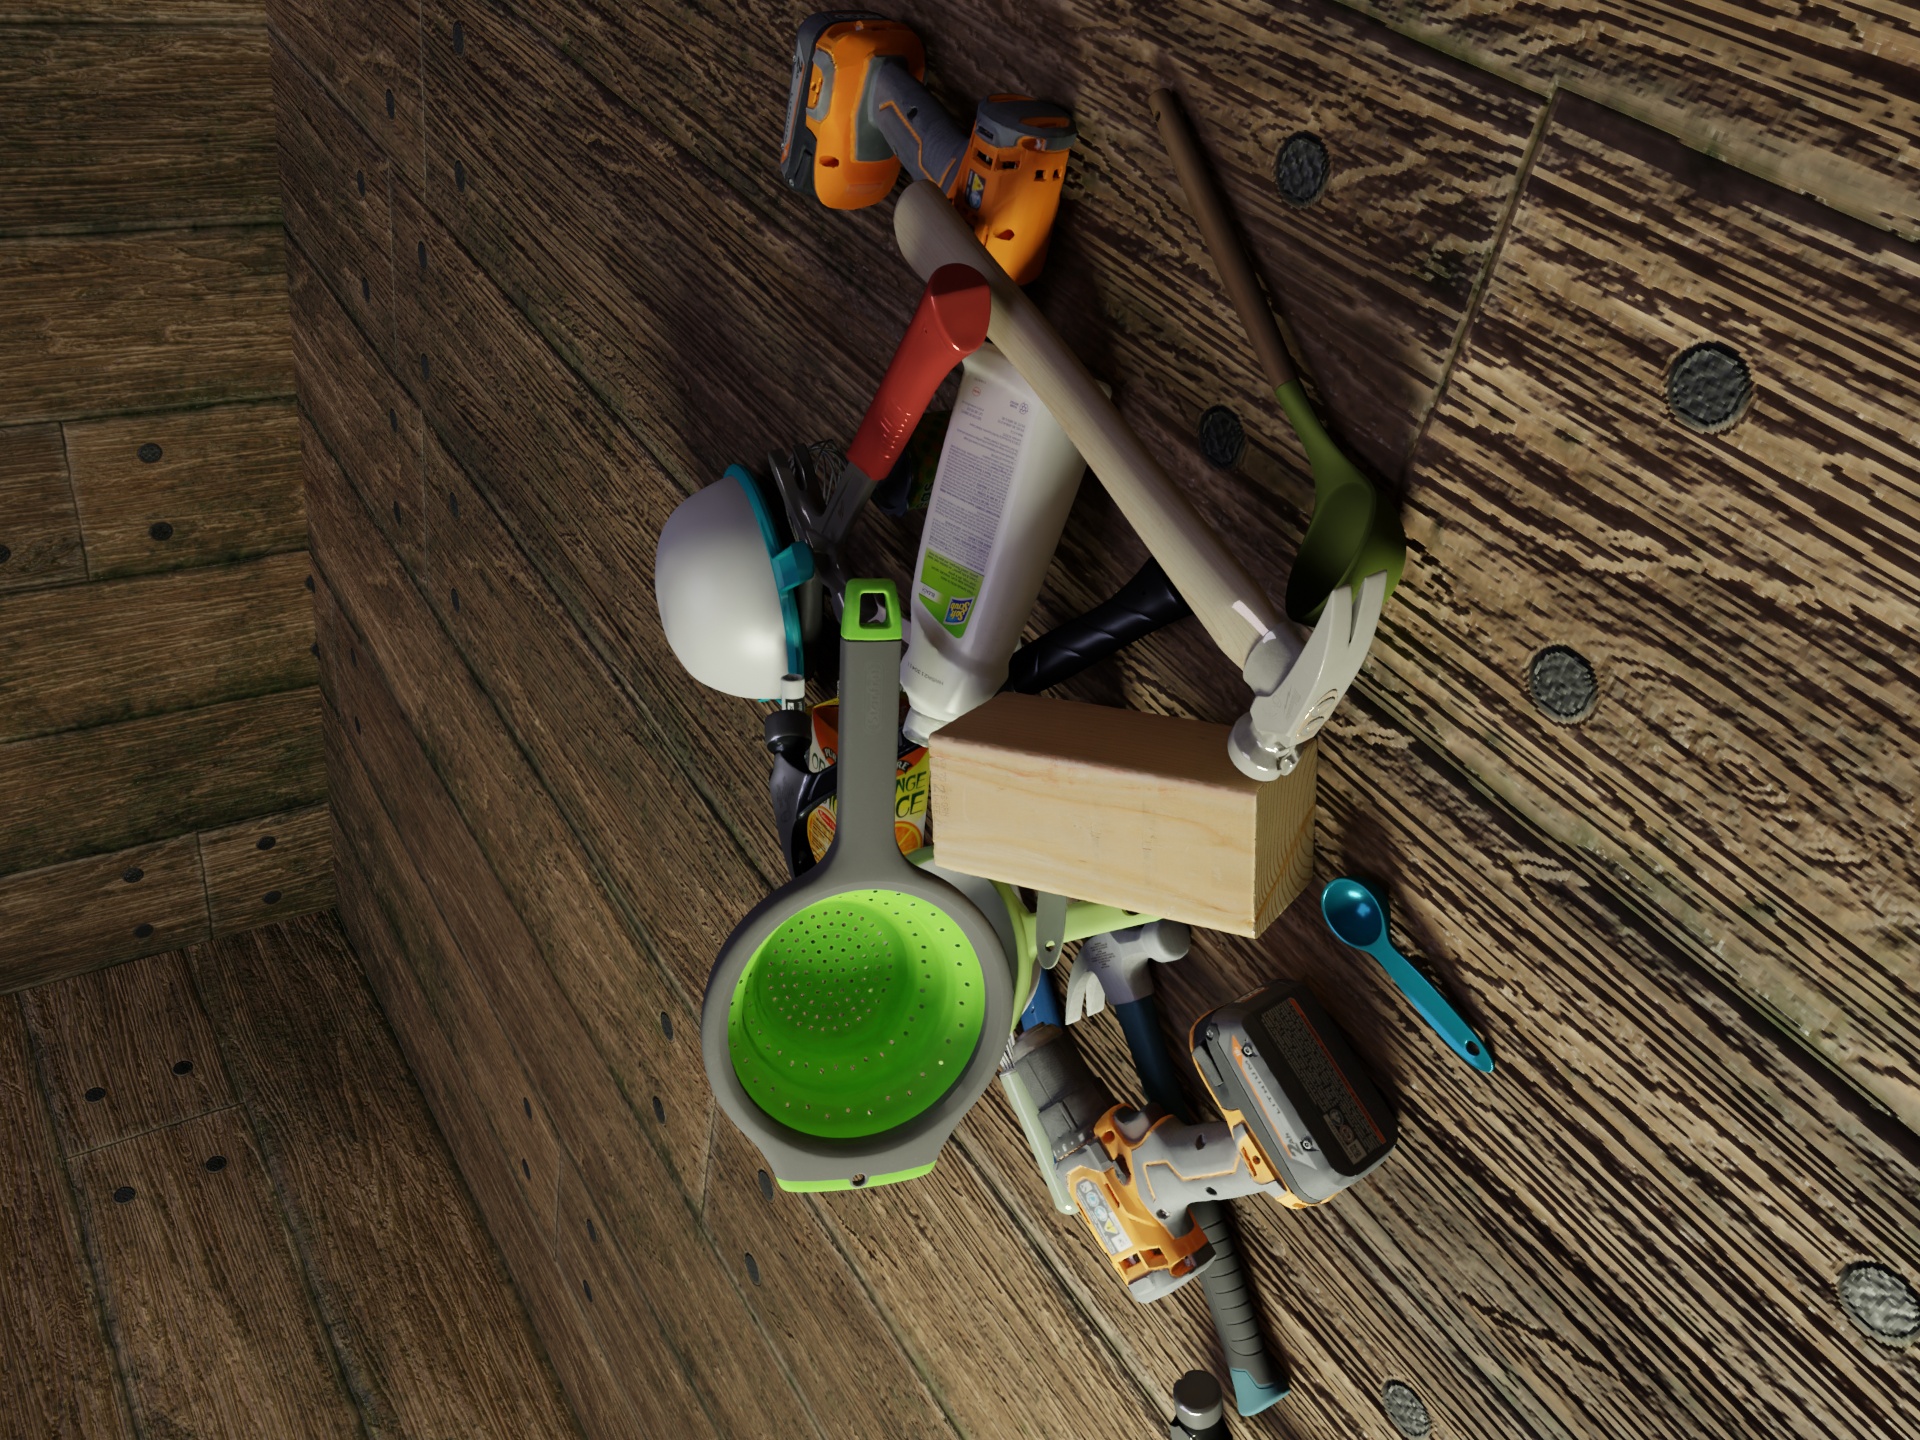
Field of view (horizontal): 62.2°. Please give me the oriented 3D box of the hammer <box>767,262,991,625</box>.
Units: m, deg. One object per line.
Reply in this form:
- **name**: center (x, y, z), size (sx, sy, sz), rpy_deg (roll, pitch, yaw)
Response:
- **hammer**: center (-0.055, -0.190, 1.031), size (0.149, 0.036, 0.359), rpy_deg (67, 158, 11)

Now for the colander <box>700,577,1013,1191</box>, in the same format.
- **colander**: center (-0.072, 0.101, 1.030), size (0.095, 0.204, 0.397), rpy_deg (-146, 57, -68)

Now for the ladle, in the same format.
- **ladle**: center (0.152, -0.197, 0.836), size (0.078, 0.062, 0.320), rpy_deg (-45, 61, 61)

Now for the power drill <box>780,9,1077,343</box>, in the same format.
- **power drill**: center (-0.025, -0.346, 1.028), size (0.227, 0.084, 0.164), rpy_deg (45, 137, 33)

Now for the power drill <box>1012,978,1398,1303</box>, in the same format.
- **power drill**: center (0.133, 0.238, 0.974), size (0.185, 0.084, 0.226), rpy_deg (58, 135, 15)

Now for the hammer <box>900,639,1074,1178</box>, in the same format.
- **hammer**: center (0.036, 0.136, 1.163), size (0.144, 0.035, 0.405), rpy_deg (-12, 93, 55)

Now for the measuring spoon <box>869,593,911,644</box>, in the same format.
- **measuring spoon**: center (-0.041, -0.075, 1.226), size (0.124, 0.018, 0.034), rpy_deg (36, 136, 37)

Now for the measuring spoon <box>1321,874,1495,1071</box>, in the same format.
- **measuring spoon**: center (0.247, 0.135, 0.862), size (0.129, 0.021, 0.042), rpy_deg (51, 142, 19)

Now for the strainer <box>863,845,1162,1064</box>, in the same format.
- **strainer**: center (0.046, 0.147, 1.083), size (0.256, 0.069, 0.151), rpy_deg (-20, 75, 36)

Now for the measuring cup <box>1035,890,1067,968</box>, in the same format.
- **measuring cup**: center (0.072, 0.078, 1.023), size (0.083, 0.038, 0.168), rpy_deg (-3, 73, 34)

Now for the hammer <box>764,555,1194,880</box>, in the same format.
- **hammer**: center (-0.002, -0.003, 1.067), size (0.409, 0.036, 0.149), rpy_deg (-29, 59, 41)

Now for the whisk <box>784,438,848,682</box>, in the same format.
- **whisk**: center (-0.122, -0.124, 1.300), size (0.055, 0.055, 0.238), rpy_deg (47, 143, 37)

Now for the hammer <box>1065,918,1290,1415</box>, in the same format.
- **hammer**: center (0.150, 0.295, 1.055), size (0.128, 0.033, 0.331), rpy_deg (-25, 81, 57)

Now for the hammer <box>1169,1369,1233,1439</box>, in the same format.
- **hammer**: center (0.258, 0.550, 0.972), size (0.335, 0.035, 0.146), rpy_deg (31, 142, 43)

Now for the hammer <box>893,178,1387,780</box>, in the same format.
- **hammer**: center (0.076, -0.164, 0.857), size (0.411, 0.038, 0.146), rpy_deg (57, 154, 26)

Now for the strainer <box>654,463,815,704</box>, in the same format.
- **strainer**: center (-0.189, -0.105, 1.282), size (0.340, 0.095, 0.211), rpy_deg (179, 77, -74)

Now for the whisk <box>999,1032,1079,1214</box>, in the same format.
- **whisk**: center (0.036, 0.258, 1.207), size (0.059, 0.057, 0.246), rpy_deg (-27, 82, 27)
